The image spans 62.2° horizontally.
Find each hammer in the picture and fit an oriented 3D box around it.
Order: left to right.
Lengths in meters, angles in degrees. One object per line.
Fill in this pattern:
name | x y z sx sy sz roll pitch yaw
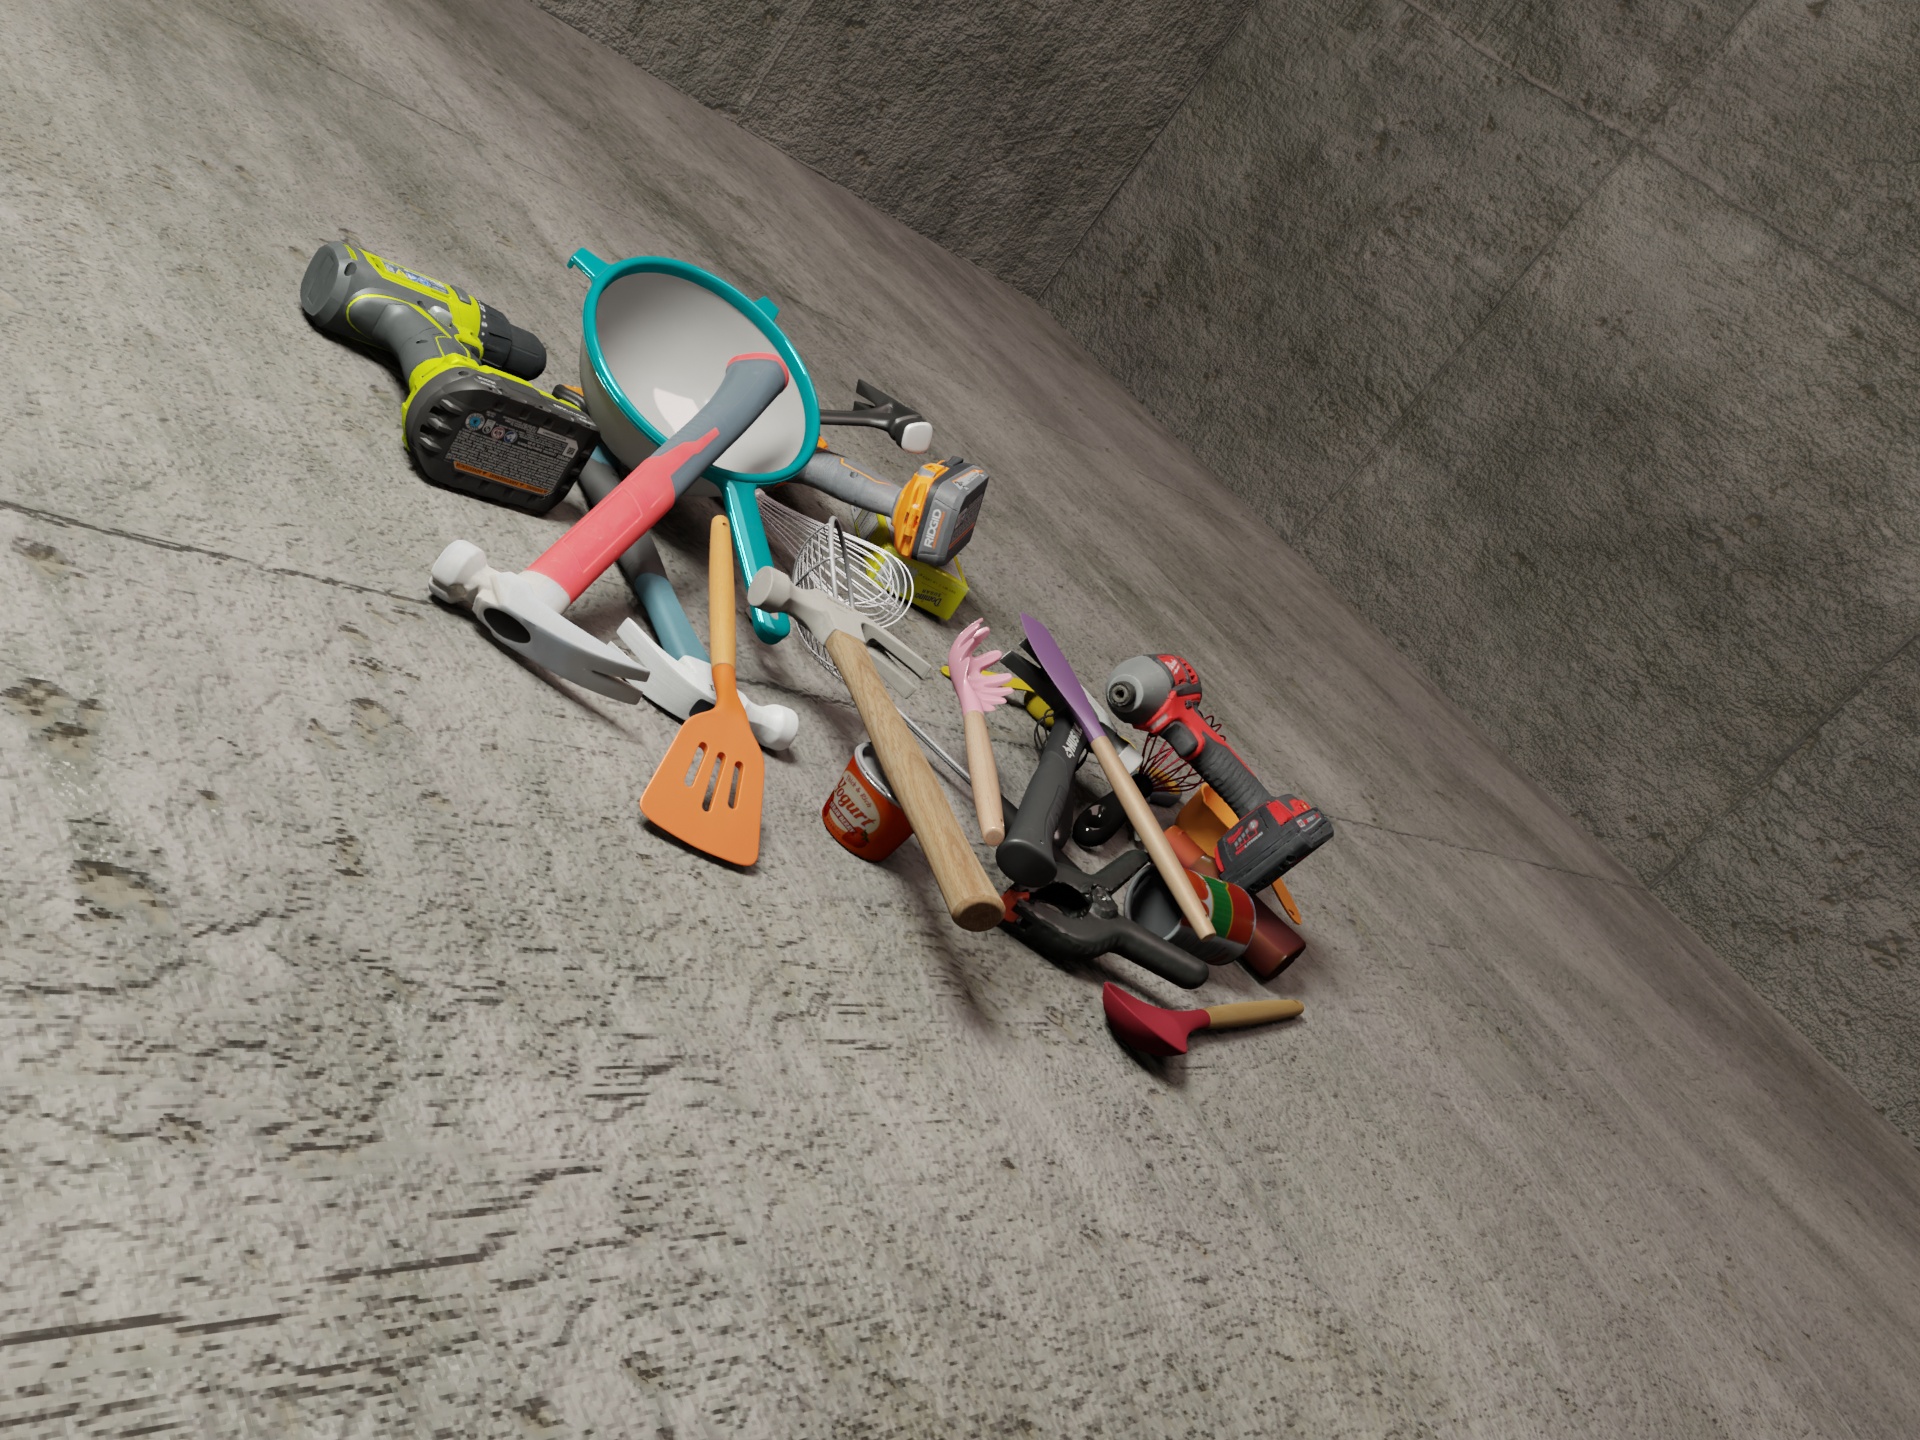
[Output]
hammer | -0.223 -0.104 1.138 0.128 0.033 0.331 21 26 -42
hammer | -0.194 -0.155 1.091 0.143 0.038 0.386 31 40 -1
hammer | -0.195 -0.272 1.393 0.336 0.034 0.127 -4 29 -34
hammer | -0.042 0.015 1.032 0.130 0.031 0.332 23 24 -37
hammer | 0.067 0.037 1.193 0.146 0.035 0.335 48 21 -7

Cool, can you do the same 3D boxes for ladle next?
ladle | 0.188 0.216 1.165 0.069 0.031 0.315 42 17 31

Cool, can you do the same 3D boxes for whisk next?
whisk | -0.159 -0.174 1.381 0.285 0.070 0.070 37 19 12
whisk | 0.081 0.046 1.328 0.055 0.055 0.239 35 25 -10
whisk | 0.167 0.052 1.406 0.073 0.073 0.296 42 32 10

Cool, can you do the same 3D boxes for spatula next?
spatula | -0.159 -0.039 1.027 0.081 0.041 0.323 30 28 -28
spatula | 0.117 0.035 1.224 0.059 0.018 0.316 24 33 -53

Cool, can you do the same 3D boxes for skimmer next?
skimmer | -0.002 -0.004 1.218 0.363 0.090 0.127 44 -6 10

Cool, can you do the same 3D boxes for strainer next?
strainer | -0.204 -0.196 1.237 0.211 0.095 0.341 3 63 -44

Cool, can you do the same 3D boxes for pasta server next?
pasta server | 0.018 0.006 1.085 0.060 0.040 0.316 62 8 -21

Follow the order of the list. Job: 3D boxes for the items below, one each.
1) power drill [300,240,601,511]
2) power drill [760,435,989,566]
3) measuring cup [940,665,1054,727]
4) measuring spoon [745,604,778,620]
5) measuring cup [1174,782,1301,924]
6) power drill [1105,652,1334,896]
power drill | -0.357 -0.252 1.167 0.190 0.080 0.229 14 29 -49
power drill | -0.094 -0.228 1.482 0.226 0.084 0.164 20 24 7
measuring cup | 0.044 -0.023 1.453 0.156 0.029 0.062 11 32 -31
measuring spoon | -0.154 -0.105 1.279 0.034 0.018 0.124 30 21 -21
measuring cup | 0.250 0.132 1.422 0.095 0.052 0.174 23 29 -36
power drill | 0.205 0.036 1.330 0.220 0.078 0.143 53 22 13
